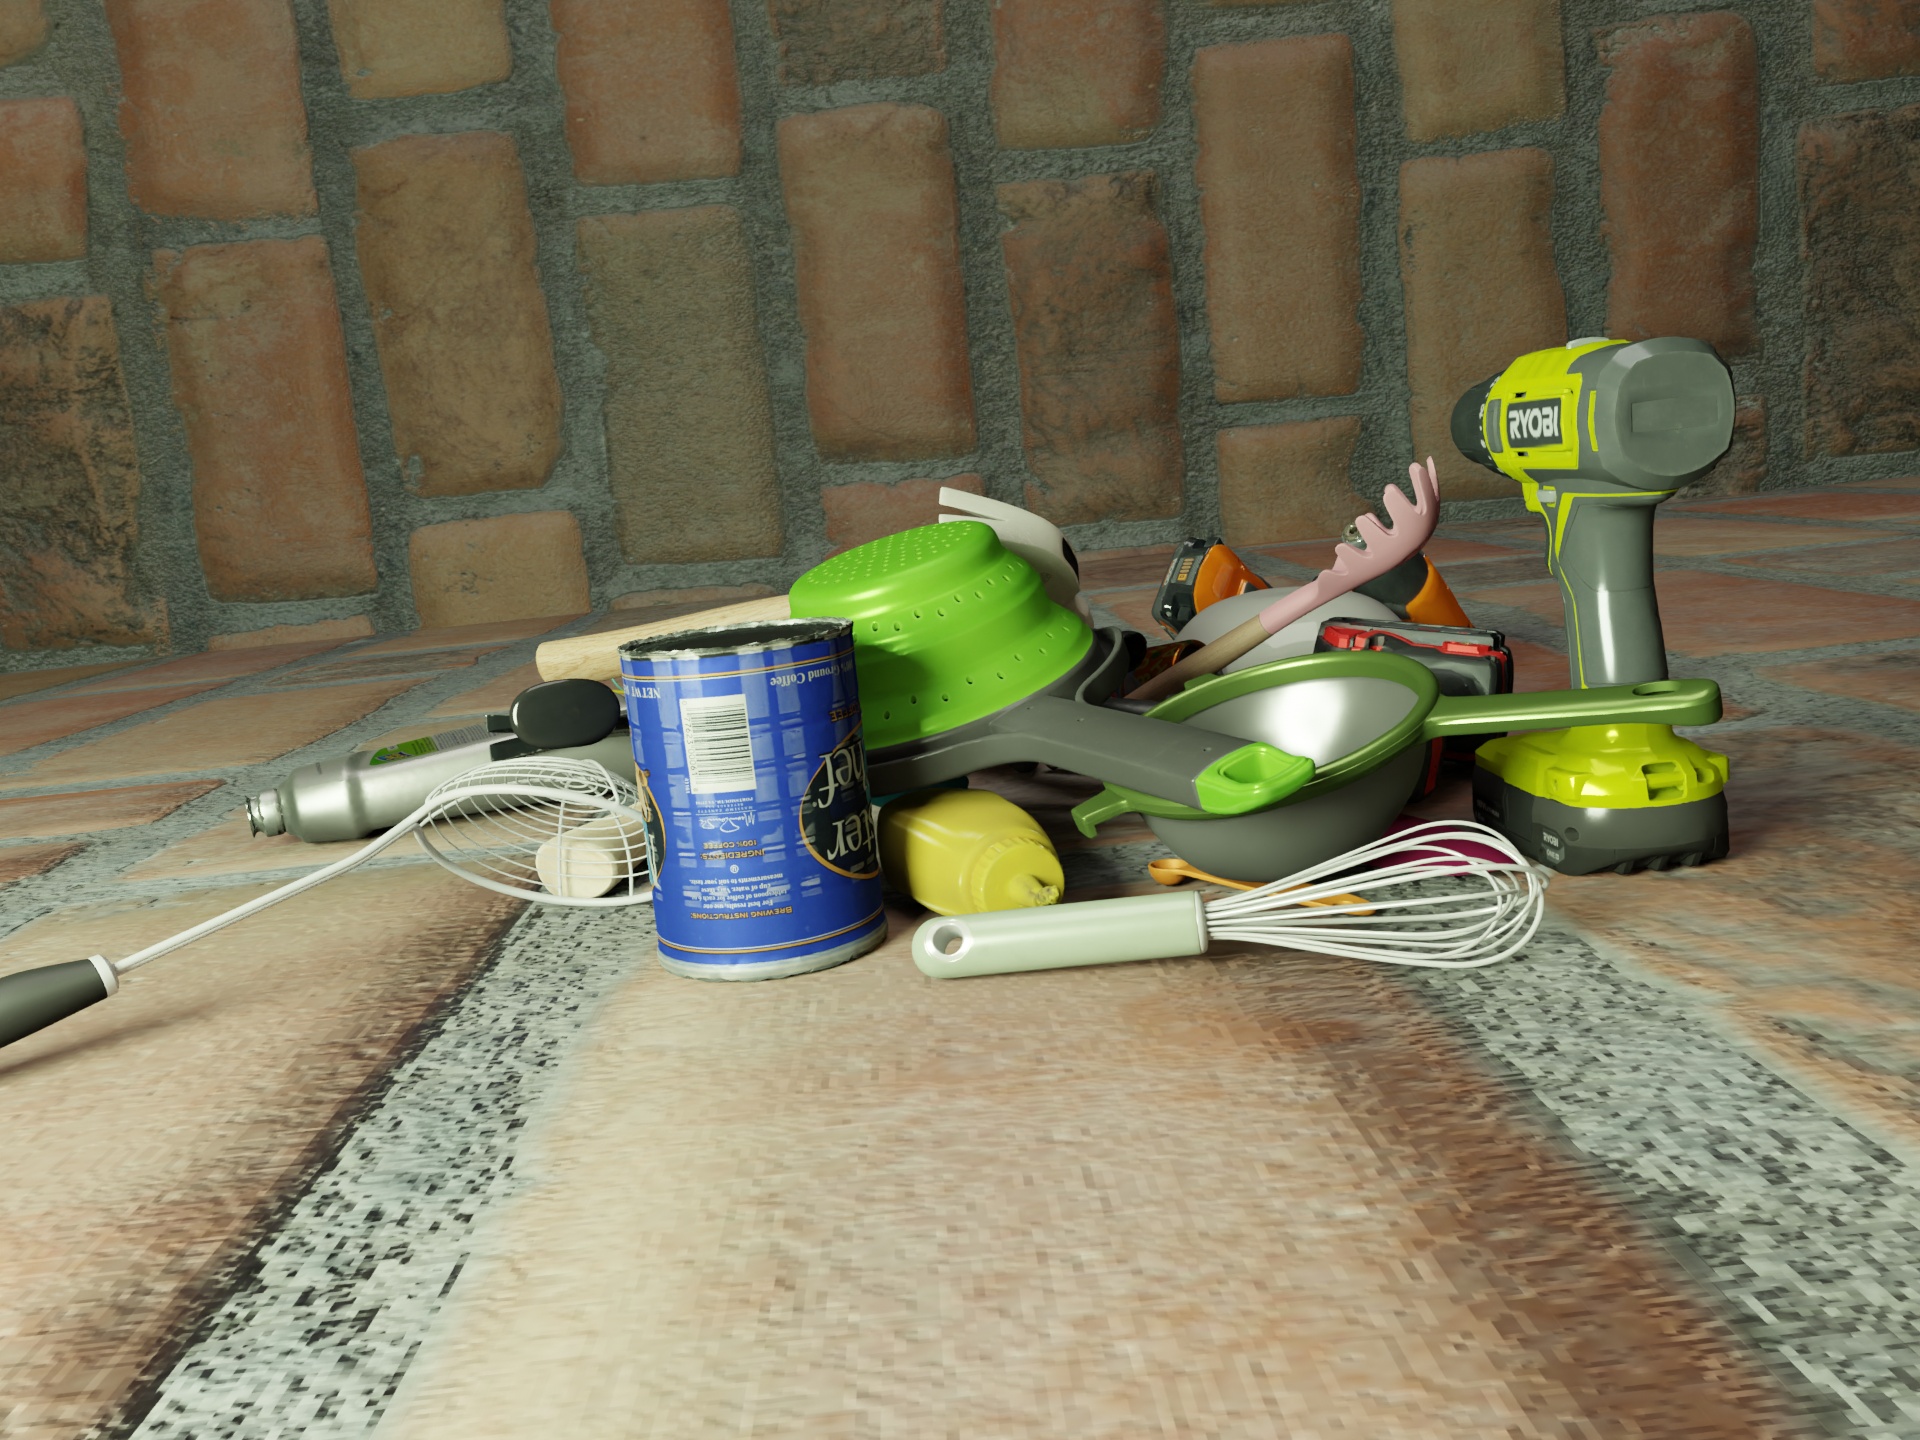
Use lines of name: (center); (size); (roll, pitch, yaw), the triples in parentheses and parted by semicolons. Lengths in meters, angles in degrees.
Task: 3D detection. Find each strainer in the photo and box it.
strainer: (0.172, -0.044, 1.134); (0.340, 0.095, 0.211); (0, 11, 27)
strainer: (0.187, 0.024, 0.675); (0.256, 0.069, 0.151); (-5, 22, 33)

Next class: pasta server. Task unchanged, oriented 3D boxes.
pasta server: (0.155, -0.050, 0.935); (0.316, 0.040, 0.060); (-35, 4, 38)

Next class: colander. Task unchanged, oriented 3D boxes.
colander: (0.016, -0.033, 0.745); (0.204, 0.094, 0.397); (-26, 19, -23)

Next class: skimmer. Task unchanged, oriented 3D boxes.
skimmer: (-0.288, 0.105, 0.676); (0.363, 0.090, 0.127); (-26, -12, -35)

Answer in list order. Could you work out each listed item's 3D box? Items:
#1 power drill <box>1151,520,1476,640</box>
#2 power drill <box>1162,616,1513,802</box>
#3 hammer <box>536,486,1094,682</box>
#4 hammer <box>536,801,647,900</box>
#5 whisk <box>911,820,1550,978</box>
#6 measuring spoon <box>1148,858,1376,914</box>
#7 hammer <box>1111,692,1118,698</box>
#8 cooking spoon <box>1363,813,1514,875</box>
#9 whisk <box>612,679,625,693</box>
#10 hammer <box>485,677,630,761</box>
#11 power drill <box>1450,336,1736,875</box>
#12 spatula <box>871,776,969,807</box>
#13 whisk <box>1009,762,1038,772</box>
power drill: (0.265, -0.094, 1.225); (0.226, 0.084, 0.164); (2, -30, 43)
power drill: (0.209, -0.006, 0.861); (0.143, 0.078, 0.219); (8, 12, 31)
hammer: (-0.095, -0.063, 0.937); (0.331, 0.031, 0.129); (-10, -34, 12)
hammer: (-0.157, 0.041, 1.010); (0.146, 0.038, 0.411); (-3, 10, 8)
whisk: (0.101, 0.077, 0.618); (0.246, 0.058, 0.059); (-7, -26, 10)
measuring spoon: (0.131, 0.076, 0.703); (0.021, 0.011, 0.117); (-13, 15, -43)
hammer: (-0.017, -0.026, 1.082); (0.149, 0.036, 0.359); (-29, 25, -22)
cooking spoon: (0.192, 0.041, 0.841); (0.068, 0.017, 0.319); (-5, 9, -11)
whisk: (-0.199, -0.028, 1.188); (0.047, 0.051, 0.245); (-5, 12, -44)
hammer: (-0.205, 0.000, 0.865); (0.149, 0.036, 0.409); (-7, 0, -9)
power drill: (0.281, -0.058, 0.734); (0.080, 0.228, 0.190); (-6, 9, -4)
spatula: (-0.012, 0.023, 1.004); (0.082, 0.044, 0.317); (4, 9, 9)
whisk: (0.025, -0.015, 1.128); (0.055, 0.055, 0.239); (-7, 22, -6)
